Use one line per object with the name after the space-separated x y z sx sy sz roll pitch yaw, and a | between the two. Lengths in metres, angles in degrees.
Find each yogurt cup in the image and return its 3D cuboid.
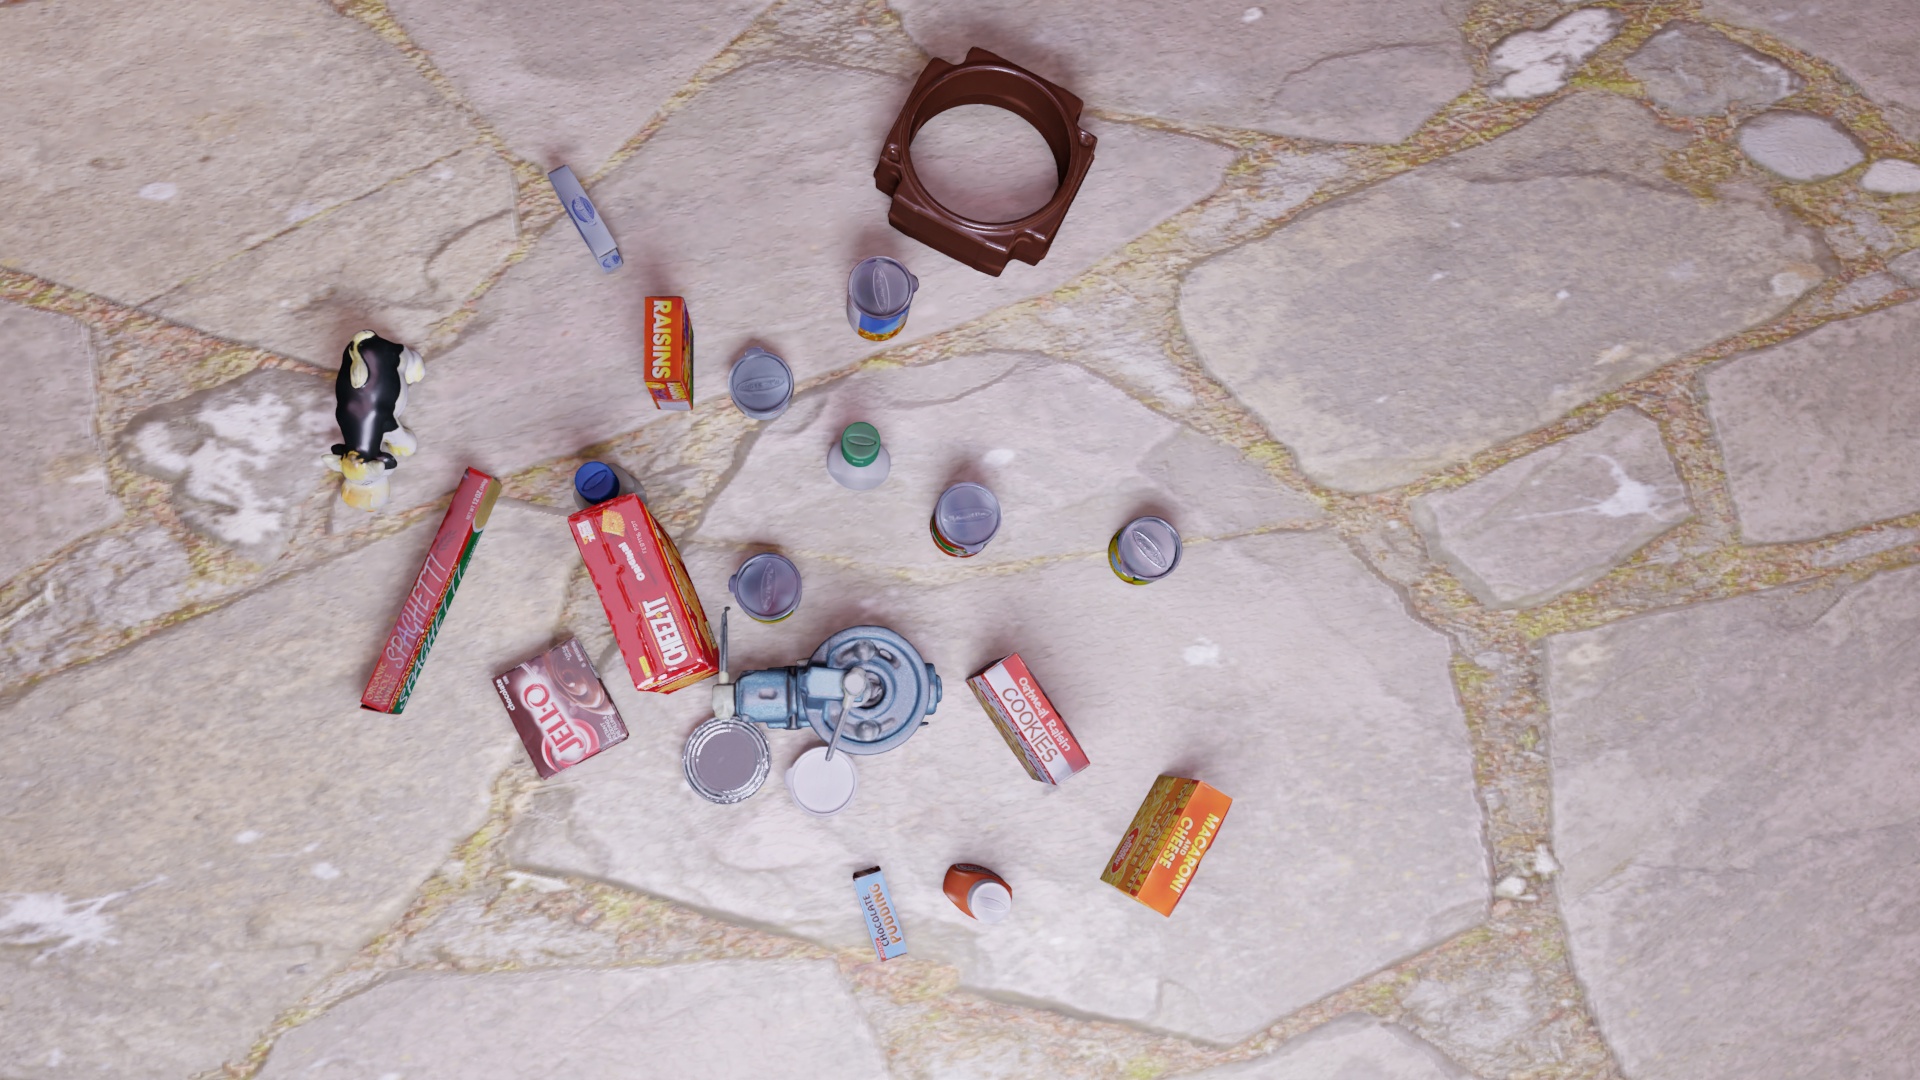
-0.134 0.235 1.359 0.072 0.054 0.072 1 82 -6 | yogurt cup

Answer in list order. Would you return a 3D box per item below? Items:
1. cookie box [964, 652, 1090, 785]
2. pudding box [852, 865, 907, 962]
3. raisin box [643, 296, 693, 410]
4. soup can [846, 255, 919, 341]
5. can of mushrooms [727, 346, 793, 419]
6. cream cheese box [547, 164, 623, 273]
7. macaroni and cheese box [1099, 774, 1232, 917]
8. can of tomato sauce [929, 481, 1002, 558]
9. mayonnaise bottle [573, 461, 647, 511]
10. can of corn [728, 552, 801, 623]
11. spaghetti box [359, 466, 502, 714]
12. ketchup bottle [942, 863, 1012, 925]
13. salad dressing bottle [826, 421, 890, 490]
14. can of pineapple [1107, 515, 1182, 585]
0.062 0.171 1.331 0.040 0.167 0.123 -34 86 -9 | cookie box
-0.079 0.361 1.347 0.030 0.049 0.084 -18 84 -8 | pudding box
-0.286 -0.182 1.371 0.040 0.123 0.086 0 82 -6 | raisin box
-0.081 -0.246 1.422 0.071 0.083 0.071 1 82 -6 | soup can
-0.204 -0.160 1.421 0.071 0.033 0.071 1 82 -6 | can of mushrooms
-0.382 -0.327 1.418 0.024 0.053 0.104 -31 86 -9 | cream cheese box
0.195 0.288 1.327 0.040 0.166 0.124 32 80 -1 | macaroni and cheese box
0.005 -0.018 1.396 0.071 0.083 0.071 1 82 -6 | can of tomato sauce
-0.340 -0.044 1.332 0.065 0.148 0.041 -41 88 -10 | mayonnaise bottle
-0.193 0.048 1.379 0.071 0.058 0.071 1 82 -6 | can of corn
-0.512 0.050 1.349 0.029 0.050 0.250 21 80 -2 | spaghetti box
0.020 0.335 1.311 0.065 0.148 0.043 18 81 -3 | ketchup bottle
-0.099 -0.083 1.363 0.064 0.147 0.044 9 81 -4 | salad dressing bottle
0.186 0.012 1.423 0.071 0.057 0.071 1 82 -6 | can of pineapple
